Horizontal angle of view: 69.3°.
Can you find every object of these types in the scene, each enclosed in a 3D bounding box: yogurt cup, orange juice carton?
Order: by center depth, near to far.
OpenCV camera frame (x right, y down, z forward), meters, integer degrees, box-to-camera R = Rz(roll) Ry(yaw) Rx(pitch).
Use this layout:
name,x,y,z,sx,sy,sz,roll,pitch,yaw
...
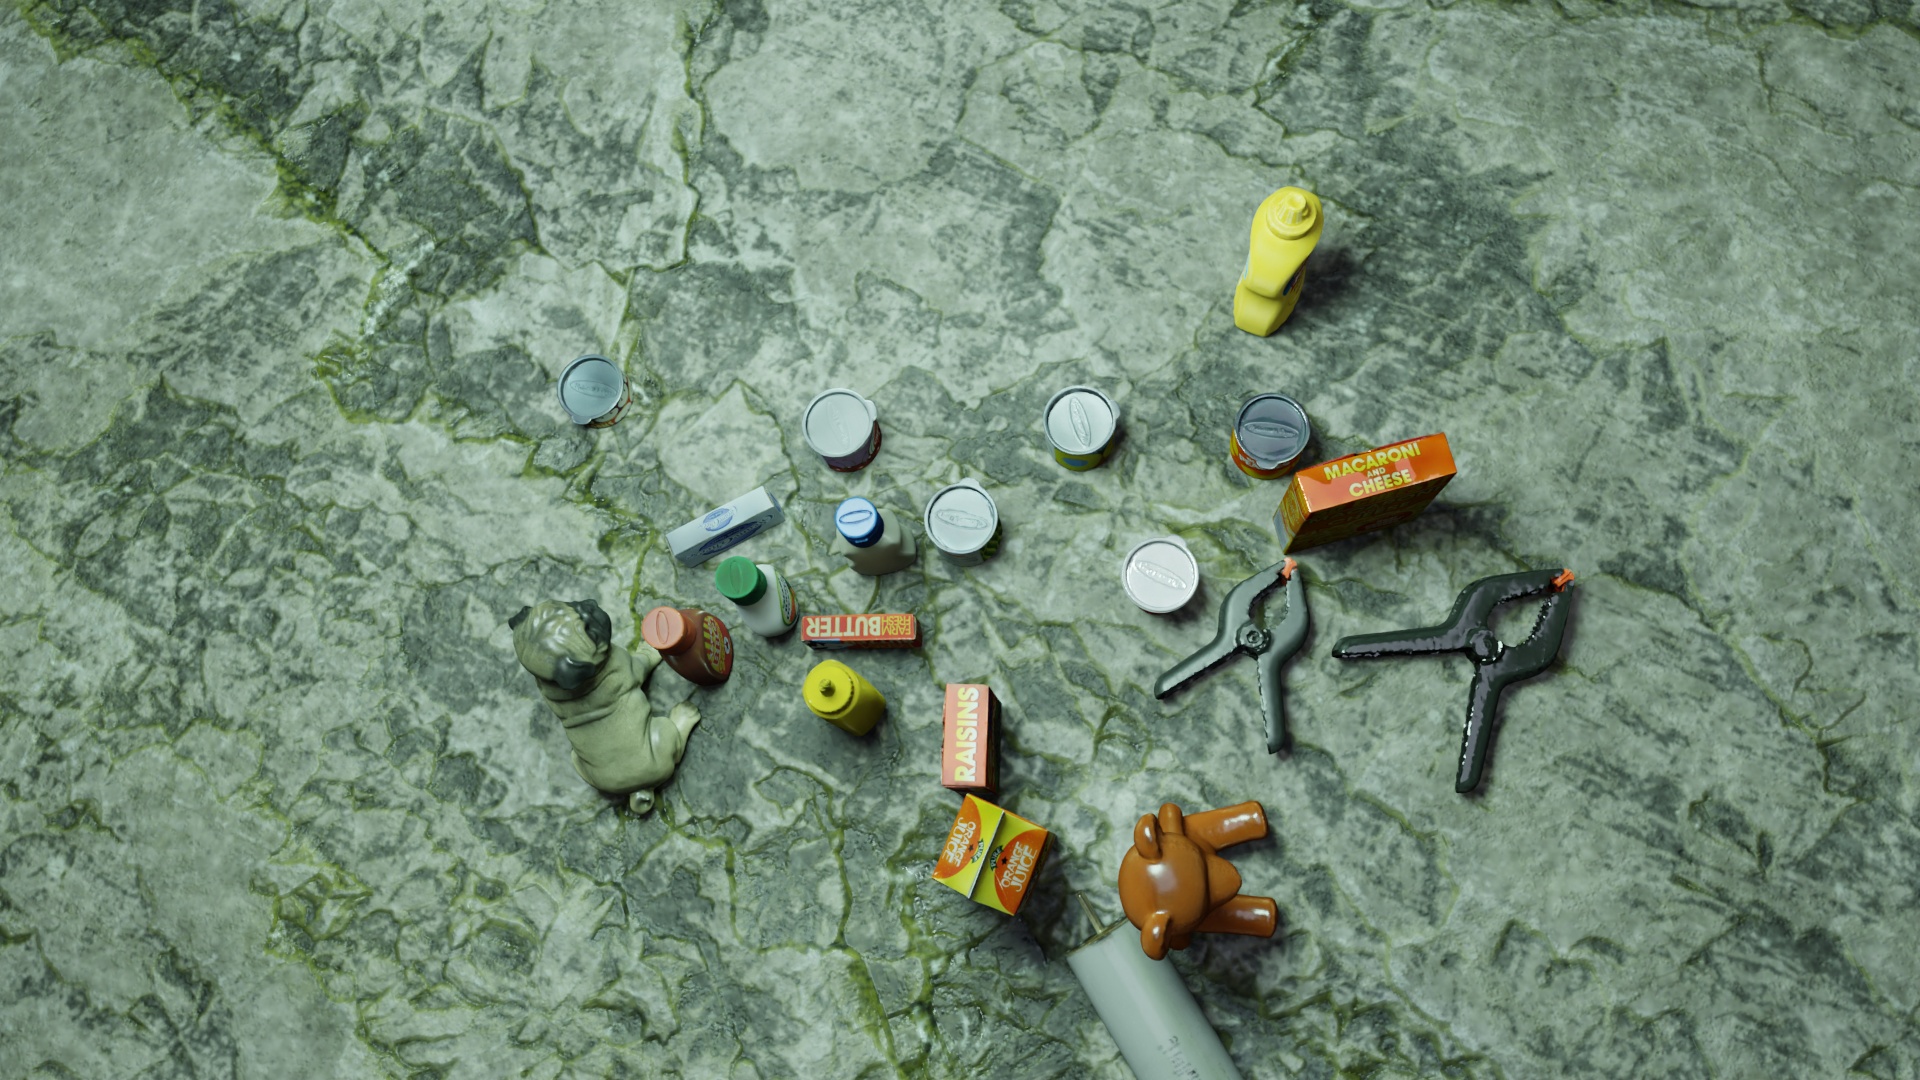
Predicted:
name,x,y,z,sx,sy,sz,roll,pitch,yaw
orange juice carton,0.029,0.255,1.127,0.073,0.192,0.072,22,80,11
yogurt cup,0.177,0.035,1.236,0.072,0.054,0.072,-1,77,6

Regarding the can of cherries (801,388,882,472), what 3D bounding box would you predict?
name,x,y,z,sx,sy,sz,roll,pitch,yaw
can of cherries,-0.107,-0.102,1.296,0.071,0.058,0.071,-1,77,6

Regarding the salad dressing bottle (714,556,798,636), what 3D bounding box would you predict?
name,x,y,z,sx,sy,sz,roll,pitch,yaw
salad dressing bottle,-0.179,0.047,1.221,0.044,0.147,0.064,-11,76,3

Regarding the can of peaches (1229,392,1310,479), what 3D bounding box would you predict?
name,x,y,z,sx,sy,sz,roll,pitch,yaw
can of peaches,0.278,-0.091,1.253,0.071,0.058,0.071,-1,77,6

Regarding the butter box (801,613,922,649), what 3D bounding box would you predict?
name,x,y,z,sx,sy,sz,roll,pitch,yaw
butter box,-0.088,0.082,1.252,0.103,0.053,0.024,-2,77,6

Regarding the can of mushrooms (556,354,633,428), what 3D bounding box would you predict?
name,x,y,z,sx,sy,sz,roll,pitch,yaw
can of mushrooms,-0.354,-0.142,1.343,0.071,0.033,0.071,-1,77,6

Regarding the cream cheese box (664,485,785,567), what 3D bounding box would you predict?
name,x,y,z,sx,sy,sz,roll,pitch,yaw
cream cheese box,-0.217,-0.012,1.288,0.104,0.053,0.024,-27,76,-1

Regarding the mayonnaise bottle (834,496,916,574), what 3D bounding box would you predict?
name,x,y,z,sx,sy,sz,roll,pitch,yaw
mayonnaise bottle,-0.079,-0.004,1.223,0.065,0.148,0.041,-12,76,3

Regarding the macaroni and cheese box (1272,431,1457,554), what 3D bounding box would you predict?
name,x,y,z,sx,sy,sz,roll,pitch,yaw
macaroni and cheese box,0.337,-0.038,1.178,0.124,0.166,0.040,-15,76,2

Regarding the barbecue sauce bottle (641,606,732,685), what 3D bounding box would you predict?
name,x,y,z,sx,sy,sz,roll,pitch,yaw
barbecue sauce bottle,-0.239,0.088,1.217,0.044,0.148,0.065,-9,76,4

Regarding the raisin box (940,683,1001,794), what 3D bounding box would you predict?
name,x,y,z,sx,sy,sz,roll,pitch,yaw
raisin box,0.010,0.171,1.184,0.040,0.123,0.086,1,77,6

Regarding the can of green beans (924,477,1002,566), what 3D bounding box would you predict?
name,x,y,z,sx,sy,sz,roll,pitch,yaw
can of green beans,0.004,-0.014,1.263,0.071,0.057,0.071,-1,77,6

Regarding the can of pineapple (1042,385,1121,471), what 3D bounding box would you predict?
name,x,y,z,sx,sy,sz,roll,pitch,yaw
can of pineapple,0.111,-0.102,1.273,0.071,0.057,0.071,-1,77,6

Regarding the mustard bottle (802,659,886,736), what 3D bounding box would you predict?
name,x,y,z,sx,sy,sz,roll,pitch,yaw
mustard bottle,-0.105,0.131,1.187,0.065,0.160,0.049,35,83,12
